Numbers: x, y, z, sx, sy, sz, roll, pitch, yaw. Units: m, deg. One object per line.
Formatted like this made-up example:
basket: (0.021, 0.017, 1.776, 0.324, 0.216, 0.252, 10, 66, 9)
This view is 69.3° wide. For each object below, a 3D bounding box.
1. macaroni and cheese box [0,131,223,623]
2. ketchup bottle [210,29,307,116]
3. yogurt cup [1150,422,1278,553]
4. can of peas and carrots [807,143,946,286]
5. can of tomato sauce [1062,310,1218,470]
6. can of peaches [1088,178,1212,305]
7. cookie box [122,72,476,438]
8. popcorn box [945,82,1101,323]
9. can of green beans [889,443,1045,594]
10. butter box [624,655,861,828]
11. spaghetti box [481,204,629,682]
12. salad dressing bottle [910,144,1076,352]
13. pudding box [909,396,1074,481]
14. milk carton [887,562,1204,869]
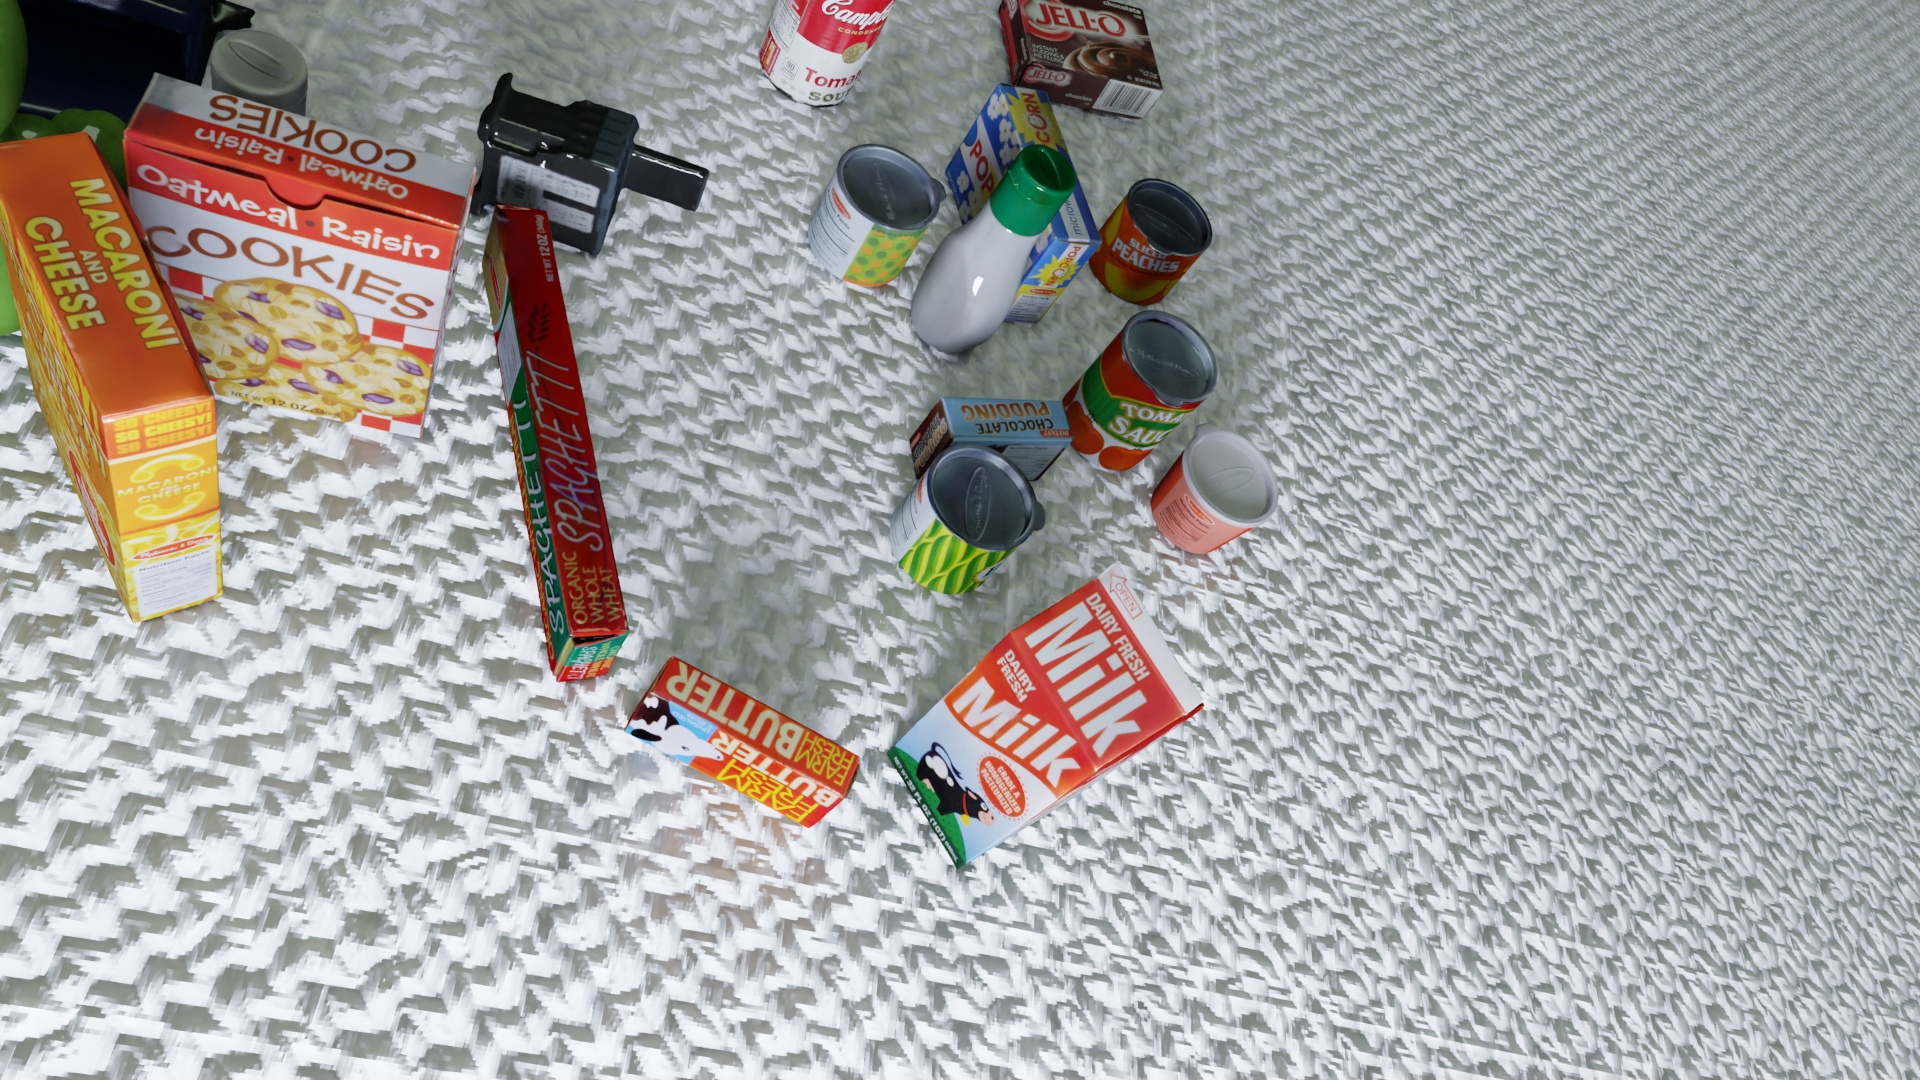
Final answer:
macaroni and cheese box: (-0.337, -0.059, 0.554, 0.040, 0.165, 0.124, -22, 74, -35)
ketchup bottle: (-0.322, -0.167, 0.637, 0.065, 0.148, 0.044, 30, 53, -9)
yogurt cup: (0.155, -0.027, 0.861, 0.072, 0.053, 0.073, 13, 57, -21)
can of peas and carrots: (-0.052, -0.199, 0.853, 0.071, 0.058, 0.071, 13, 57, -21)
can of tomato sauce: (0.109, -0.089, 0.856, 0.071, 0.082, 0.071, 13, 57, -21)
can of peaches: (0.128, -0.202, 0.948, 0.071, 0.057, 0.071, 13, 57, -21)
cookie box: (-0.290, -0.115, 0.611, 0.123, 0.166, 0.040, 13, 57, -21)
popcorn box: (0.038, -0.215, 0.893, 0.038, 0.084, 0.127, -3, 64, -29)
can of green beans: (0.001, -0.011, 0.769, 0.071, 0.057, 0.071, 13, 57, -21)
butter box: (-0.103, 0.096, 0.655, 0.103, 0.053, 0.024, 30, 53, -9)
spaghetti box: (-0.205, -0.053, 0.692, 0.029, 0.050, 0.251, -4, 64, -29)
salad dressing bottle: (0.018, -0.169, 0.815, 0.044, 0.147, 0.064, -4, 64, -29)
pudding box: (0.018, -0.059, 0.812, 0.084, 0.049, 0.030, -2, 63, -28)
milk carton: (0.044, 0.082, 0.653, 0.074, 0.189, 0.072, -23, 75, -35)
